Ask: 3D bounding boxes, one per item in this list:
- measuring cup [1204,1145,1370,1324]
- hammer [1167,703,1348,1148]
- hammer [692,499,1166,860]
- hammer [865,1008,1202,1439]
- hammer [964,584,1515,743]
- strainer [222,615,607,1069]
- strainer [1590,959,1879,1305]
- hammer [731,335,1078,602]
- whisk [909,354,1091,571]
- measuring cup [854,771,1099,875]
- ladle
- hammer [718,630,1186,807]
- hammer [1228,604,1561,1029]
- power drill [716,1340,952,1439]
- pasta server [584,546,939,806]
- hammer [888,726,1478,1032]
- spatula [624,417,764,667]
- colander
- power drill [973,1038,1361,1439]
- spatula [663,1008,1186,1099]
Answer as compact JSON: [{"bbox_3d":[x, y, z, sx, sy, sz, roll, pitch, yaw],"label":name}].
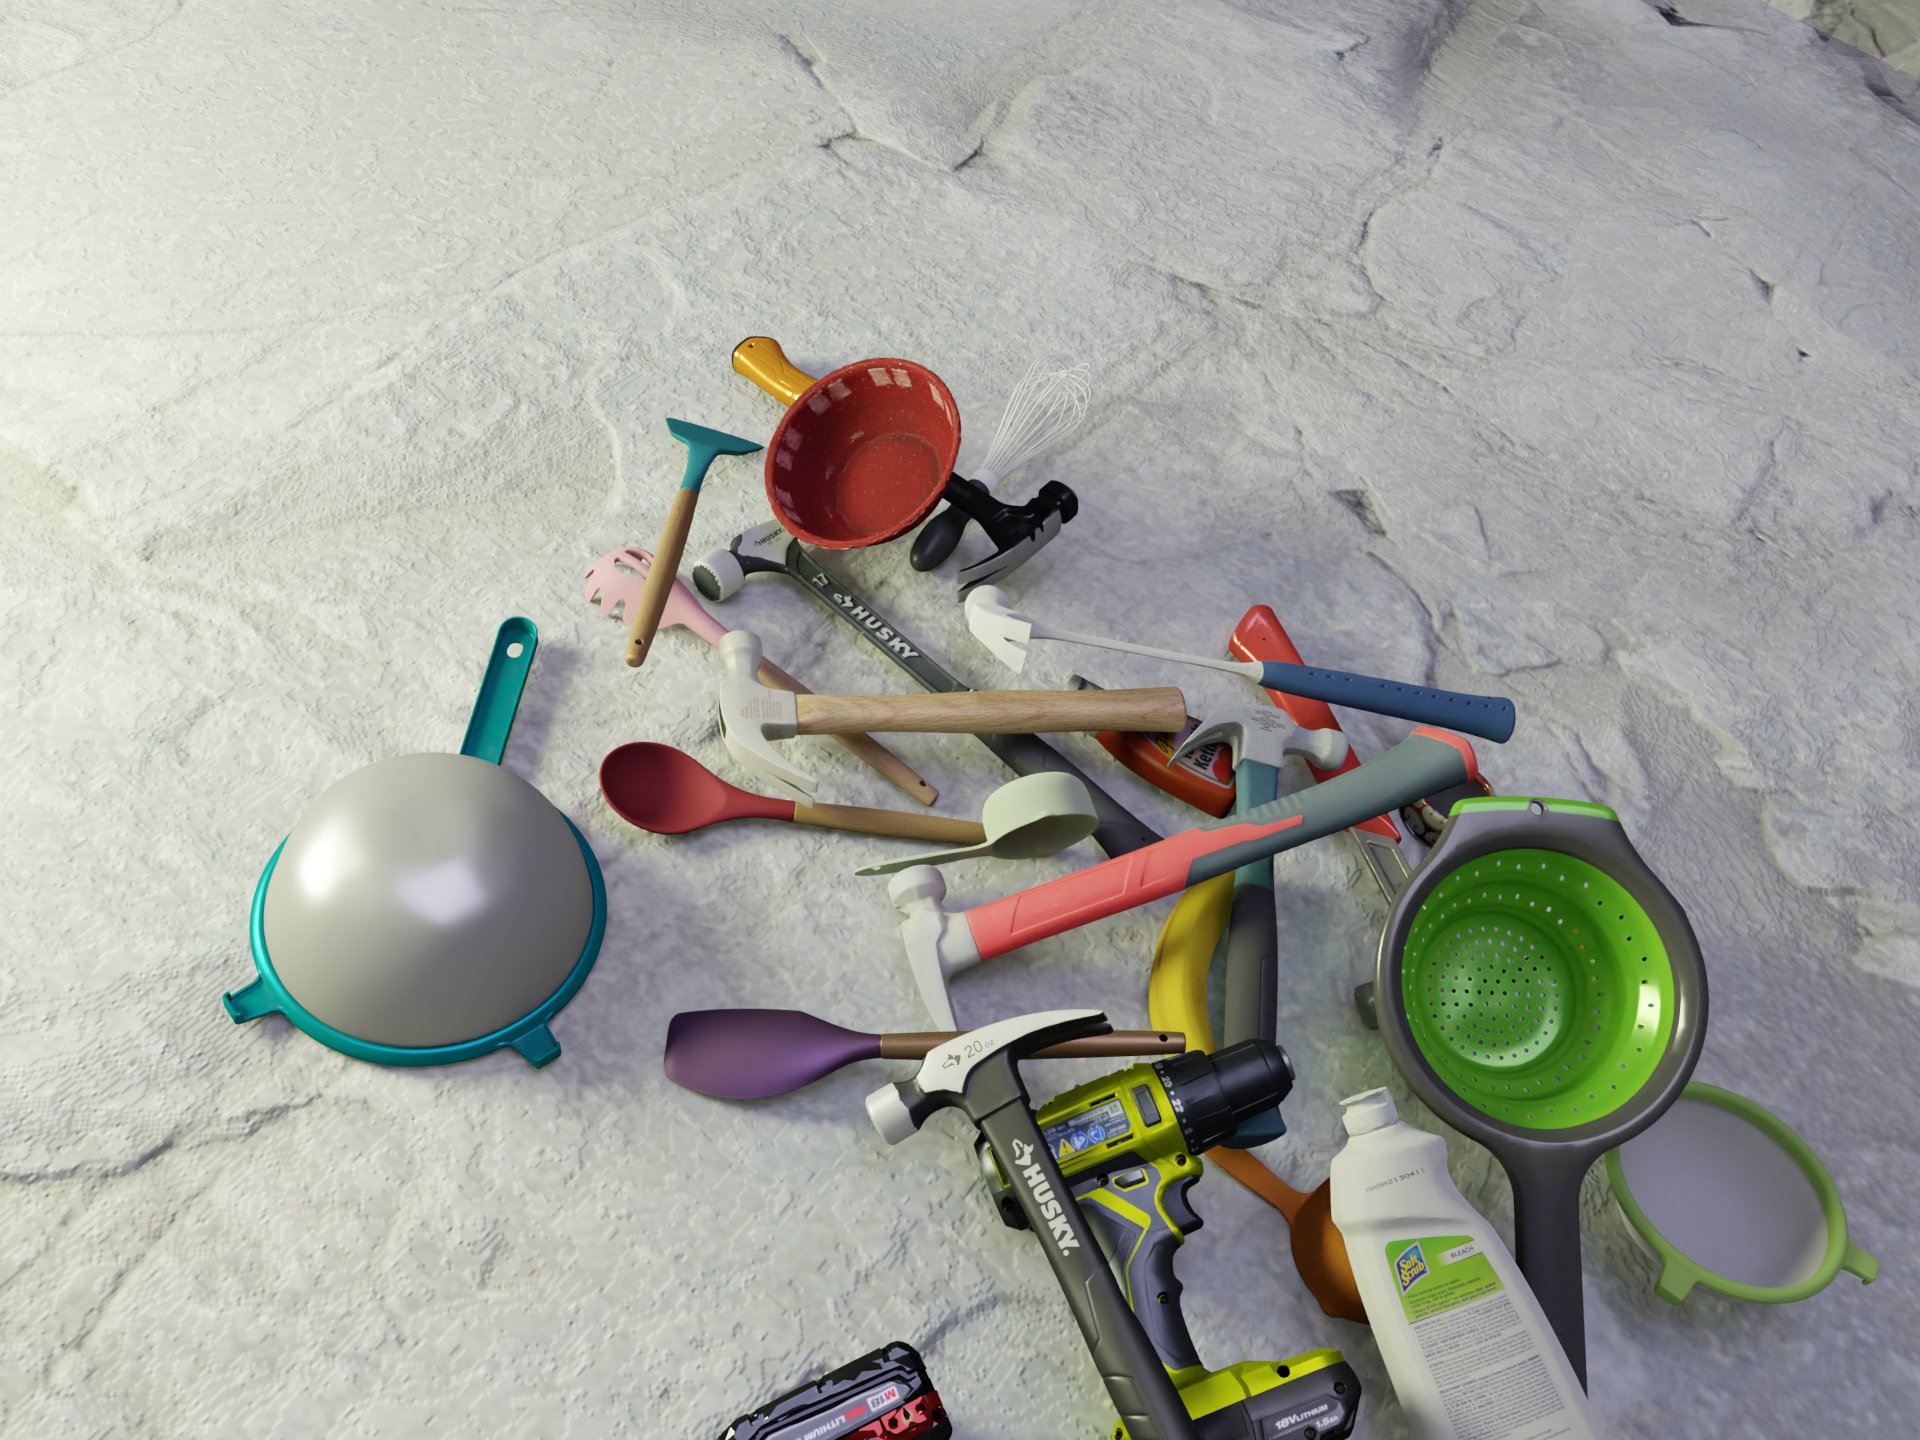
[{"bbox_3d":[0.216,0.289,0.970,0.174,0.052,0.095,35,52,11],"label":"measuring cup"},{"bbox_3d":[0.197,0.126,1.059,0.128,0.033,0.331,16,53,-9],"label":"hammer"},{"bbox_3d":[-0.006,-0.024,1.174,0.409,0.036,0.149,40,52,16],"label":"hammer"},{"bbox_3d":[0.078,0.305,0.838,0.146,0.035,0.335,-29,57,-1],"label":"hammer"},{"bbox_3d":[0.206,-0.034,1.150,0.405,0.035,0.144,10,14,-7],"label":"hammer"},{"bbox_3d":[-0.315,0.043,0.998,0.211,0.095,0.341,10,52,-7],"label":"strainer"},{"bbox_3d":[0.462,0.273,1.046,0.151,0.069,0.257,-1,44,-13],"label":"strainer"},{"bbox_3d":[-0.070,-0.220,1.284,0.337,0.034,0.127,37,63,26],"label":"hammer"},{"bbox_3d":[0.034,-0.216,1.326,0.070,0.070,0.285,29,55,9],"label":"whisk"},{"bbox_3d":[0.008,0.072,1.069,0.167,0.083,0.038,-12,67,-3],"label":"measuring cup"},{"bbox_3d":[-0.088,0.064,1.087,0.315,0.031,0.069,8,55,-11],"label":"ladle"},{"bbox_3d":[-0.002,-0.004,1.114,0.331,0.031,0.130,-1,55,-11],"label":"hammer"},{"bbox_3d":[0.296,0.051,1.174,0.149,0.036,0.359,-18,54,-3],"label":"hammer"},{"bbox_3d":[-0.048,0.444,0.765,0.188,0.080,0.227,-17,61,-26],"label":"power drill"},{"bbox_3d":[-0.145,-0.033,1.151,0.316,0.040,0.060,37,52,10],"label":"pasta server"},{"bbox_3d":[0.154,0.102,1.022,0.386,0.038,0.143,-20,58,-1],"label":"hammer"},{"bbox_3d":[-0.208,-0.143,1.185,0.082,0.044,0.318,16,44,-9],"label":"spatula"},{"bbox_3d":[0.349,0.250,0.991,0.204,0.094,0.397,3,77,-1],"label":"colander"},{"bbox_3d":[0.132,0.300,0.894,0.190,0.080,0.229,-21,59,-2],"label":"power drill"},{"bbox_3d":[-0.022,0.199,0.962,0.316,0.018,0.060,-2,53,2],"label":"spatula"}]
